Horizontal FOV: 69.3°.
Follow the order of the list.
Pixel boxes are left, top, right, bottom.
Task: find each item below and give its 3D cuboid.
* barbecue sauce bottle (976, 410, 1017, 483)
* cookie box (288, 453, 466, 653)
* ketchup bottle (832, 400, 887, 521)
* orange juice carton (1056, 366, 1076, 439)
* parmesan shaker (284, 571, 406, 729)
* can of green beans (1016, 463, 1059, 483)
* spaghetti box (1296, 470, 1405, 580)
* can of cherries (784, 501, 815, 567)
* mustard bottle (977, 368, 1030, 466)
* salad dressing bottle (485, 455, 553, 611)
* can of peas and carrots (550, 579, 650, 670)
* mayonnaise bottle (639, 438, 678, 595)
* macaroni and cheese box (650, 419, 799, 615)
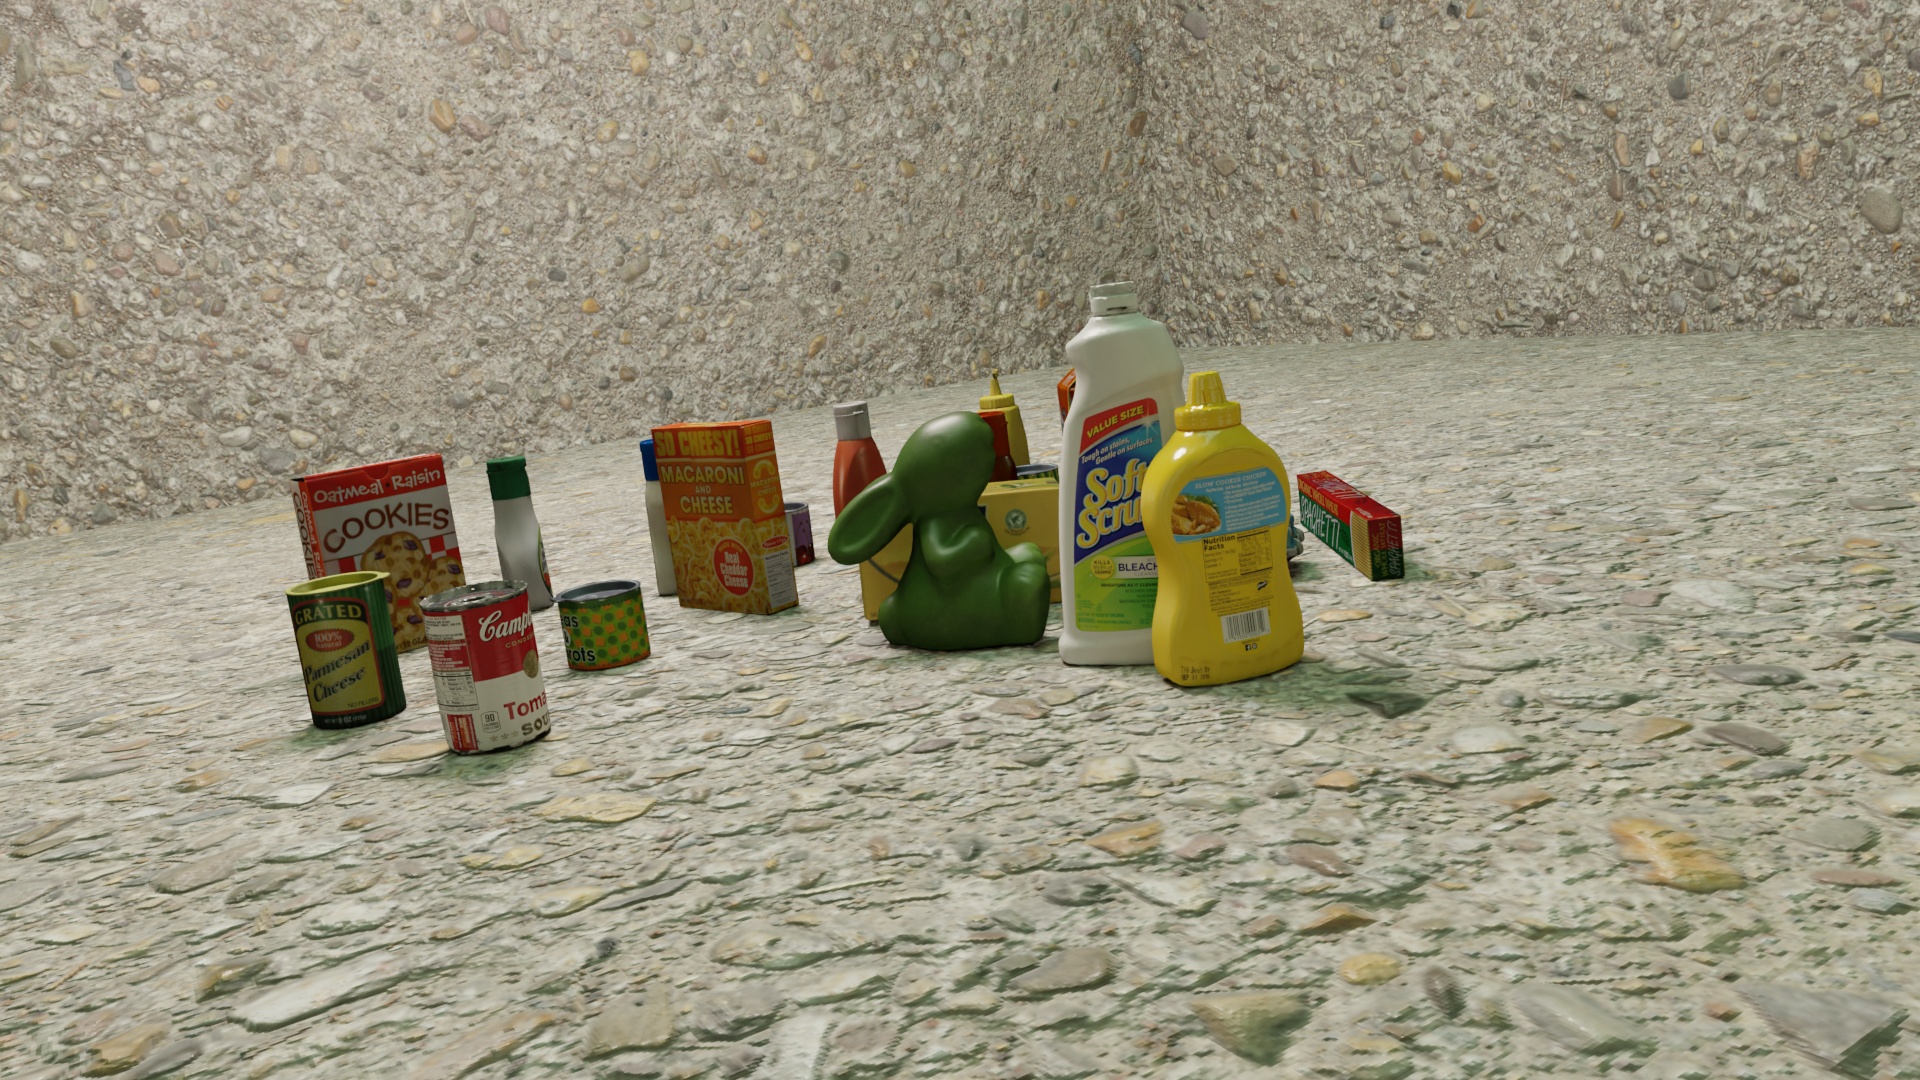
[{"bbox_3d":[0.029,-0.037,1.207,0.043,0.148,0.065,-4,11,16],"label":"barbecue sauce bottle"},{"bbox_3d":[-0.505,0.015,1.222,0.040,0.167,0.123,3,14,43],"label":"cookie box"},{"bbox_3d":[-0.107,-0.072,1.473,0.065,0.148,0.043,-13,12,-29],"label":"ketchup bottle"},{"bbox_3d":[0.139,-0.100,1.347,0.073,0.192,0.072,-7,10,-3],"label":"orange juice carton"},{"bbox_3d":[-0.447,0.080,1.021,0.071,0.103,0.071,-7,10,1],"label":"parmesan shaker"},{"bbox_3d":[0.074,-0.048,1.475,0.071,0.057,0.071,-7,11,1],"label":"can of green beans"},{"bbox_3d":[0.327,-0.017,1.180,0.029,0.050,0.250,-7,11,2],"label":"spaghetti box"},{"bbox_3d":[-0.182,-0.005,1.414,0.071,0.058,0.071,-7,11,1],"label":"can of cherries"},{"bbox_3d":[0.046,-0.114,1.563,0.049,0.160,0.065,-2,11,26],"label":"mustard bottle"},{"bbox_3d":[-0.425,-0.007,1.336,0.044,0.147,0.064,-10,11,-15],"label":"salad dressing bottle"},{"bbox_3d":[-0.285,0.067,1.102,0.071,0.058,0.071,-7,11,1],"label":"can of peas and carrots"},{"bbox_3d":[-0.280,-0.025,1.339,0.041,0.147,0.065,-6,10,3],"label":"mayonnaise bottle"},{"bbox_3d":[-0.209,-0.022,1.232,0.123,0.166,0.040,2,13,39],"label":"macaroni and cheese box"}]
